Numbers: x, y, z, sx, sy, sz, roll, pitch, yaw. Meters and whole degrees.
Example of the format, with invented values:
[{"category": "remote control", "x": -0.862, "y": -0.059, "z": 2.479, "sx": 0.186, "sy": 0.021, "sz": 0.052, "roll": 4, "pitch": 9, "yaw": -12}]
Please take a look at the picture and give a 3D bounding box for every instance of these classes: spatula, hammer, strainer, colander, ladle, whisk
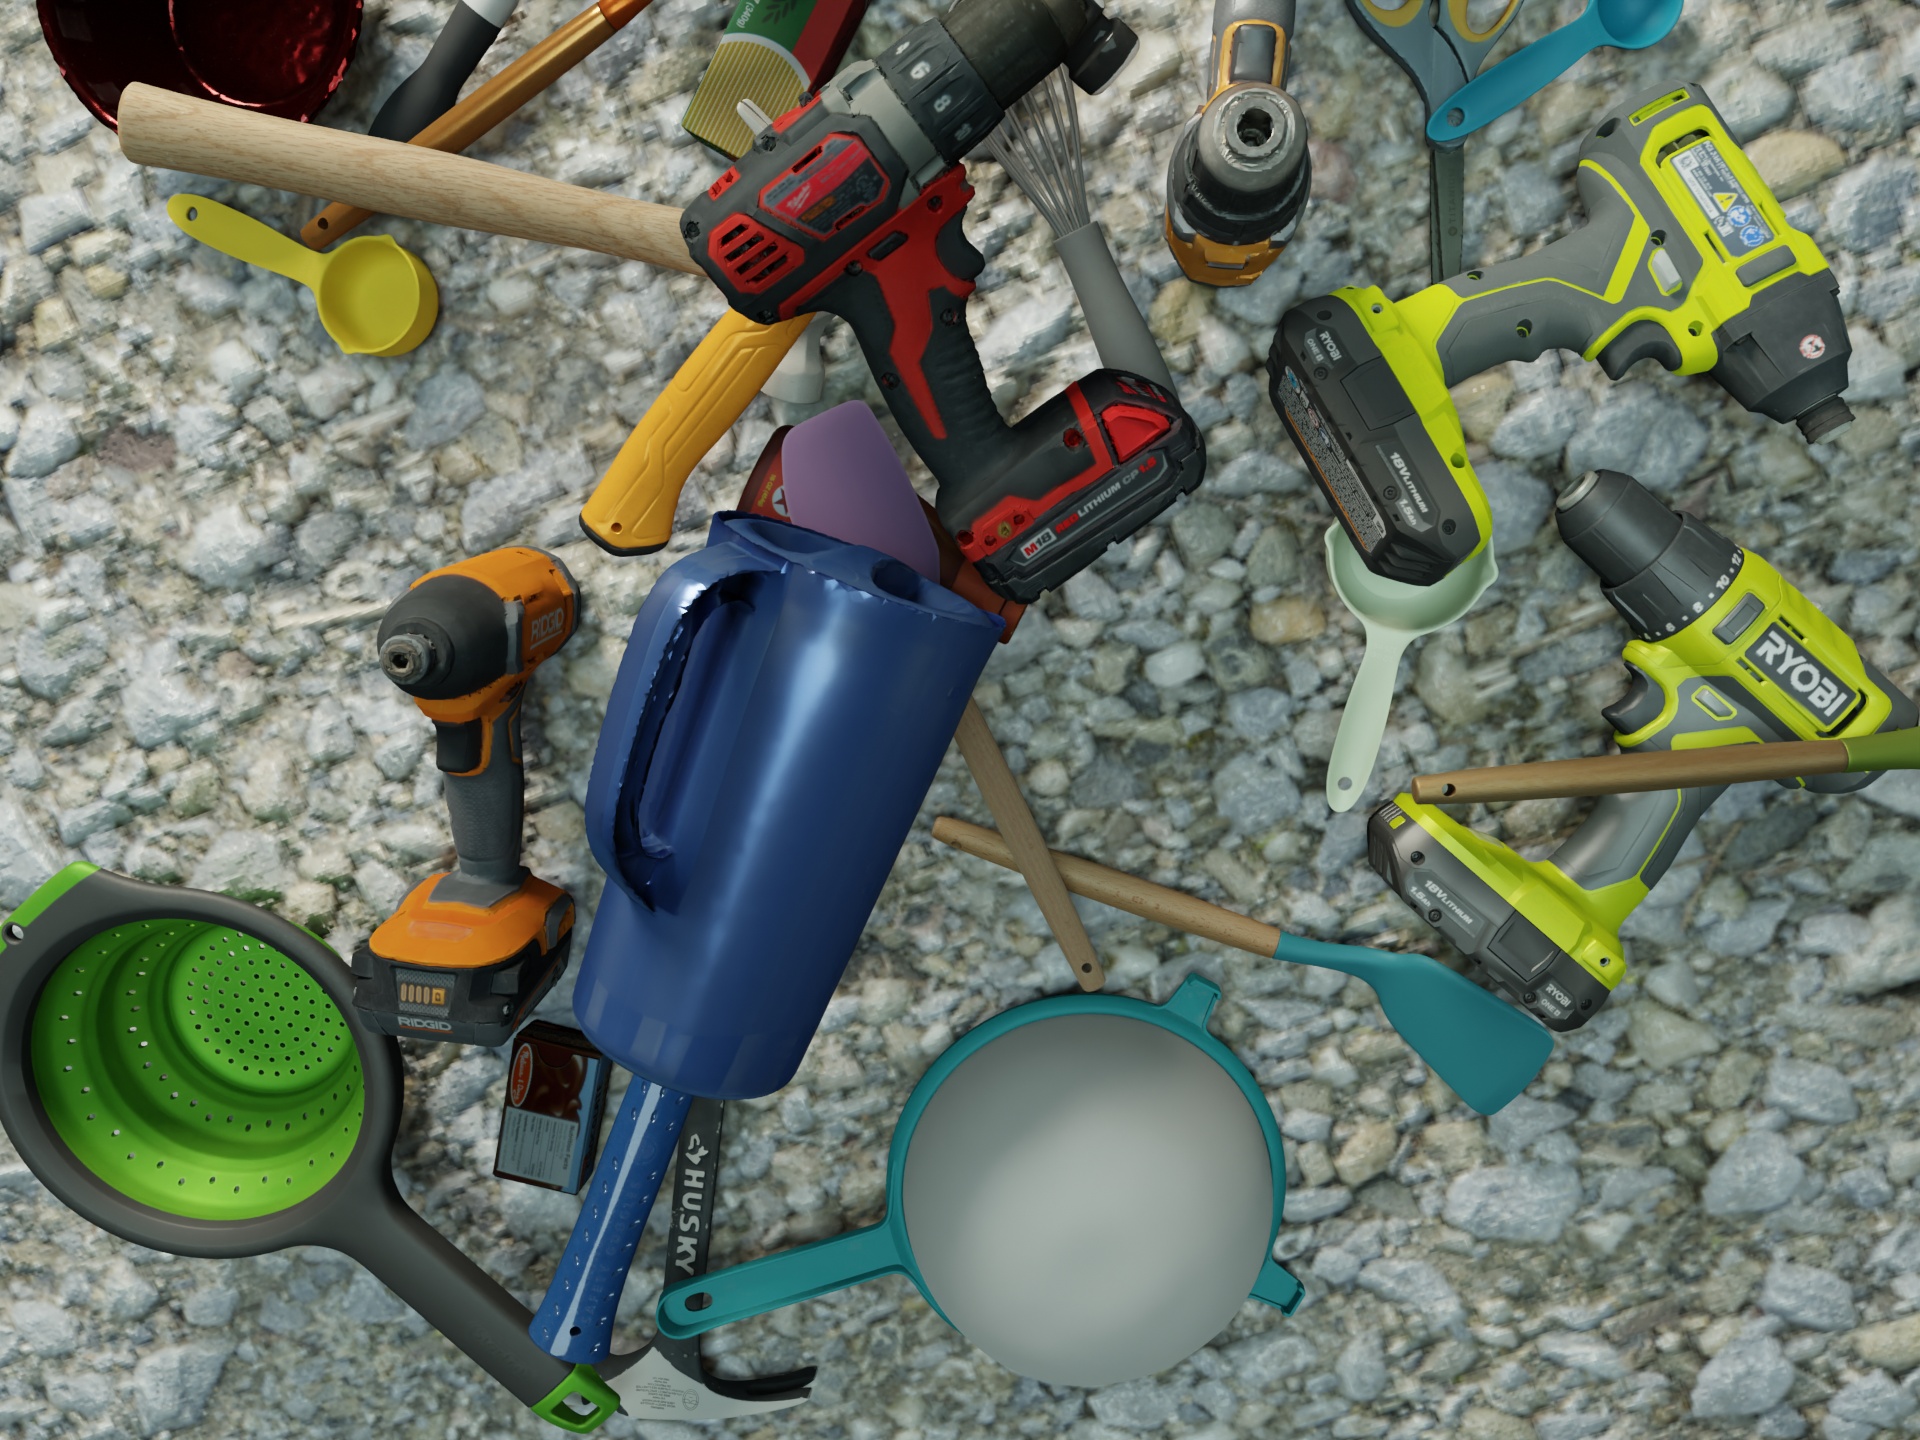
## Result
[{"category": "spatula", "x": 0.133, "y": 0.112, "z": 0.803, "sx": 0.317, "sy": 0.044, "sz": 0.082, "roll": 19, "pitch": 139, "yaw": 5}, {"category": "spatula", "x": -0.180, "y": -0.312, "z": 0.743, "sx": 0.322, "sy": 0.041, "sz": 0.081, "roll": -29, "pitch": 96, "yaw": 15}, {"category": "hammer", "x": -0.130, "y": 0.188, "z": 0.847, "sx": 0.149, "sy": 0.036, "sz": 0.409, "roll": 9, "pitch": 100, "yaw": 3}, {"category": "hammer", "x": -0.075, "y": -0.211, "z": 0.721, "sx": 0.127, "sy": 0.034, "sz": 0.337, "roll": 35, "pitch": 110, "yaw": -20}, {"category": "strainer", "x": 0.006, "y": 0.270, "z": 0.799, "sx": 0.340, "sy": 0.095, "sz": 0.211, "roll": -17, "pitch": 99, "yaw": 0}, {"category": "hammer", "x": -0.132, "y": 0.126, "z": 0.792, "sx": 0.144, "sy": 0.035, "sz": 0.405, "roll": 20, "pitch": 94, "yaw": -15}, {"category": "colander", "x": -0.326, "y": 0.225, "z": 0.846, "sx": 0.204, "sy": 0.094, "sz": 0.397, "roll": -42, "pitch": 101, "yaw": 11}, {"category": "ladle", "x": 0.361, "y": 0.018, "z": 0.692, "sx": 0.320, "sy": 0.062, "sz": 0.078, "roll": -5, "pitch": 92, "yaw": 3}, {"category": "whisk", "x": 0.056, "y": -0.230, "z": 0.753, "sx": 0.055, "sy": 0.055, "sz": 0.239, "roll": -24, "pitch": 102, "yaw": 9}, {"category": "whisk", "x": -0.203, "y": -0.366, "z": 0.747, "sx": 0.070, "sy": 0.070, "sz": 0.284, "roll": 39, "pitch": 106, "yaw": -2}, {"category": "hammer", "x": -0.215, "y": -0.244, "z": 0.738, "sx": 0.331, "sy": 0.031, "sz": 0.130, "roll": 11, "pitch": 116, "yaw": -7}, {"category": "spatula", "x": -0.001, "y": -0.002, "z": 0.773, "sx": 0.060, "sy": 0.018, "sz": 0.315, "roll": -26, "pitch": 103, "yaw": 2}]

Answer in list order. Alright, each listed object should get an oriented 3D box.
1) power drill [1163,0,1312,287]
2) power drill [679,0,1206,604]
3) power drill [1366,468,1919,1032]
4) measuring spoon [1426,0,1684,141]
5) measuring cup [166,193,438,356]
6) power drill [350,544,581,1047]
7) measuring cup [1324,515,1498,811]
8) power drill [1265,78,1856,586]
[{"category": "power drill", "x": 0.124, "y": -0.306, "z": 0.663, "sx": 0.084, "sy": 0.185, "sz": 0.226, "roll": 6, "pitch": 97, "yaw": 6}, {"category": "power drill", "x": 0.017, "y": -0.184, "z": 0.685, "sx": 0.188, "sy": 0.080, "sz": 0.226, "roll": -35, "pitch": 114, "yaw": 12}, {"category": "power drill", "x": 0.304, "y": 0.014, "z": 0.755, "sx": 0.190, "sy": 0.080, "sz": 0.228, "roll": 40, "pitch": 98, "yaw": -4}, {"category": "measuring spoon", "x": 0.267, "y": -0.303, "z": 0.727, "sx": 0.128, "sy": 0.021, "sz": 0.042, "roll": -32, "pitch": 107, "yaw": 7}, {"category": "measuring cup", "x": -0.331, "y": -0.230, "z": 0.802, "sx": 0.156, "sy": 0.029, "sz": 0.062, "roll": 26, "pitch": 99, "yaw": 12}, {"category": "power drill", "x": -0.239, "y": 0.036, "z": 0.766, "sx": 0.084, "sy": 0.164, "sz": 0.226, "roll": 6, "pitch": 102, "yaw": 3}, {"category": "measuring cup", "x": 0.204, "y": -0.038, "z": 0.775, "sx": 0.083, "sy": 0.038, "sz": 0.167, "roll": 13, "pitch": 103, "yaw": 3}, {"category": "power drill", "x": 0.266, "y": -0.159, "z": 0.702, "sx": 0.223, "sy": 0.080, "sz": 0.171, "roll": -27, "pitch": 80, "yaw": 1}]
